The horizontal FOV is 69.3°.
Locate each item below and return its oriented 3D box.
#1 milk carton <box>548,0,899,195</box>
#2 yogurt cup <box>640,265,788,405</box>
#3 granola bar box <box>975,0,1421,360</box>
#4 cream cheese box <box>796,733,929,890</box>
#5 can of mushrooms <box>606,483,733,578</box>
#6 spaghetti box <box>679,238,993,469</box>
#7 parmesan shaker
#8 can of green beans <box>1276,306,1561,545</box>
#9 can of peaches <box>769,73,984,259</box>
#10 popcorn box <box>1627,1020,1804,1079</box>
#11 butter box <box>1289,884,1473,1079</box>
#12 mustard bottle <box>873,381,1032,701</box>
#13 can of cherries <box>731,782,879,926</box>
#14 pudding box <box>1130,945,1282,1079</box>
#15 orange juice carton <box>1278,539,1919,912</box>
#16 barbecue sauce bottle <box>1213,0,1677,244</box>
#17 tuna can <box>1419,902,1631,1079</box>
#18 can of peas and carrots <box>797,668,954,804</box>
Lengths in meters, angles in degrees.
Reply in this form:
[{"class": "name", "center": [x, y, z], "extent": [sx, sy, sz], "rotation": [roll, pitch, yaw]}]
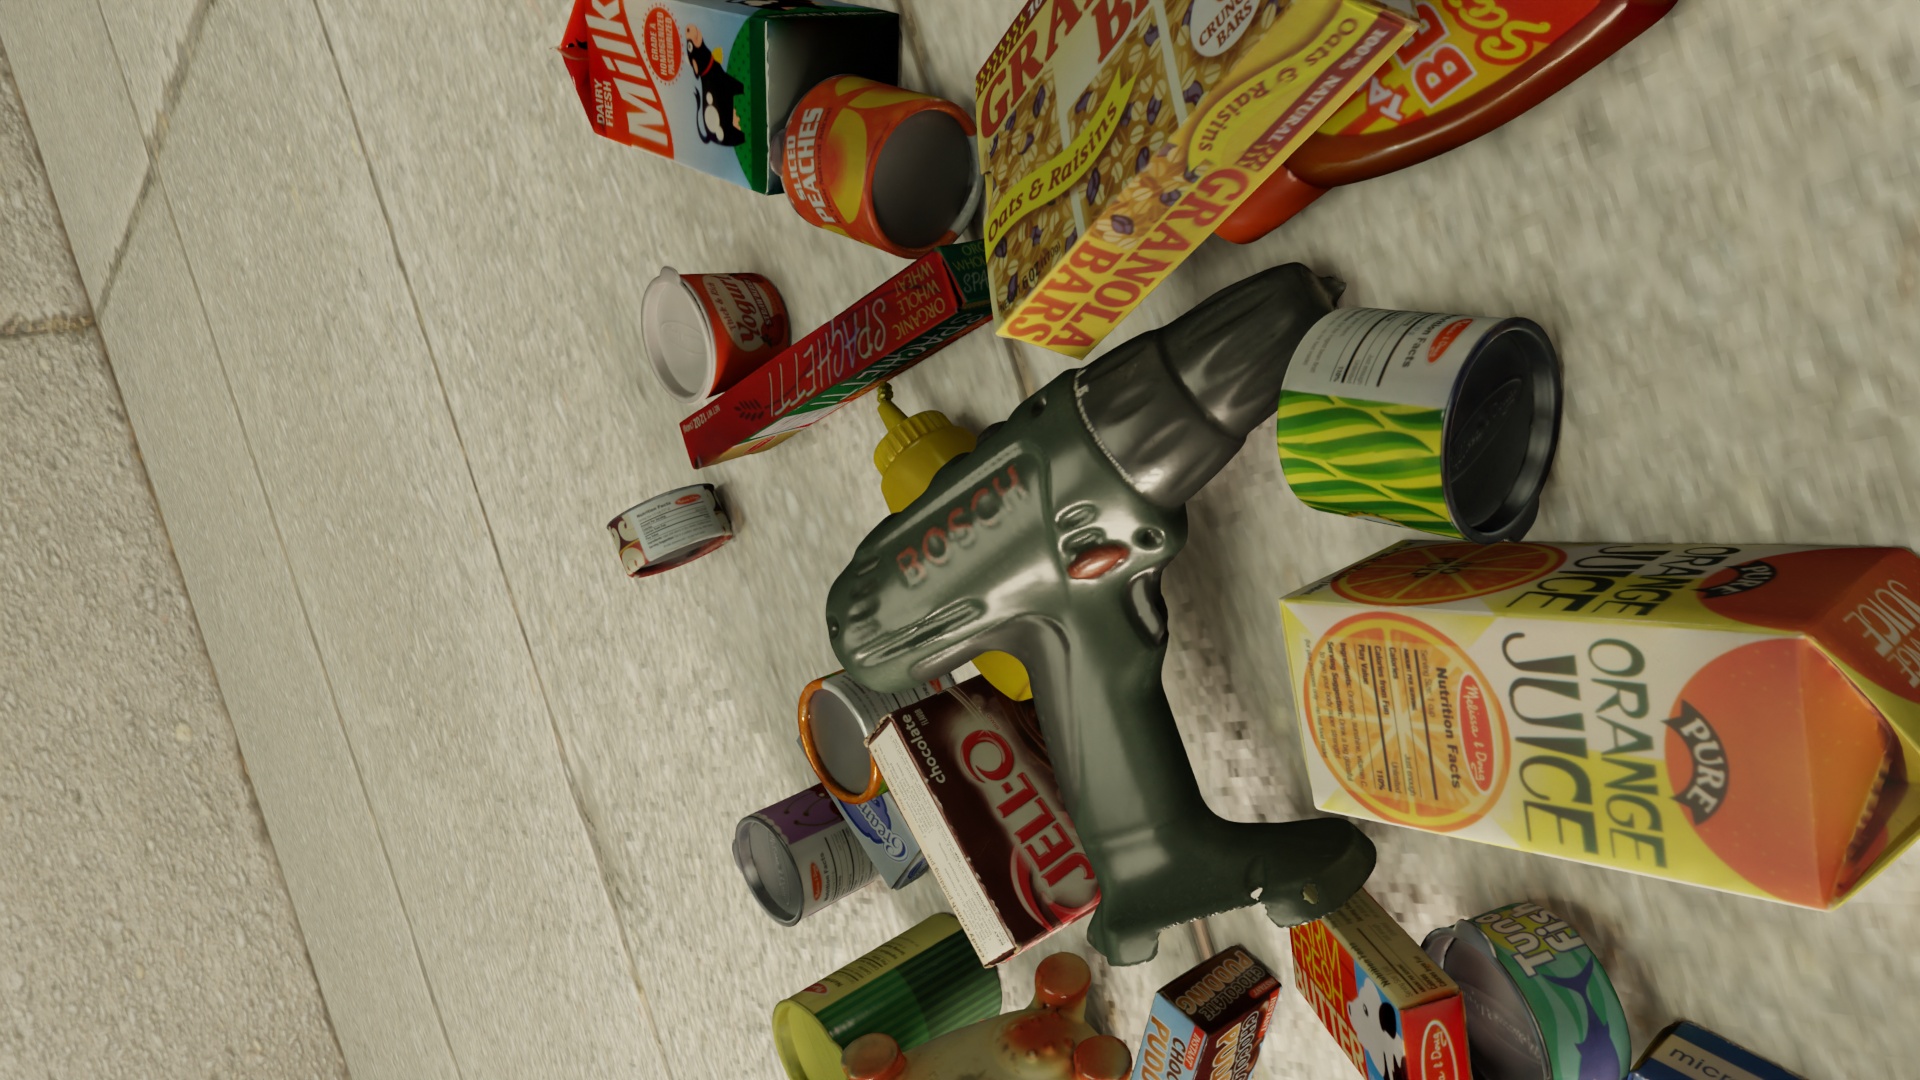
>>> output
[{"class": "milk carton", "center": [-0.116, -0.220, 0.649], "extent": [0.191, 0.072, 0.073], "rotation": [30, 127, 41]}, {"class": "yogurt cup", "center": [-0.126, -0.108, 0.722], "extent": [0.072, 0.054, 0.072], "rotation": [24, 123, 44]}, {"class": "granola bar box", "center": [0.061, -0.155, 0.444], "extent": [0.164, 0.039, 0.125], "rotation": [-43, 43, 50]}, {"class": "cream cheese box", "center": [-0.047, 0.132, 0.751], "extent": [0.104, 0.024, 0.053], "rotation": [54, 139, 21]}, {"class": "can of mushrooms", "center": [-0.169, -0.005, 0.810], "extent": [0.070, 0.071, 0.033], "rotation": [-31, 81, 52]}, {"class": "spaghetti box", "center": [-0.056, -0.083, 0.652], "extent": [0.249, 0.050, 0.028], "rotation": [-21, 90, 52]}, {"class": "parmesan shaker", "center": [-0.035, 0.245, 0.719], "extent": [0.071, 0.103, 0.071], "rotation": [24, 123, 44]}, {"class": "can of green beans", "center": [0.138, -0.036, 0.420], "extent": [0.058, 0.071, 0.071], "rotation": [15, 116, 48]}, {"class": "can of peaches", "center": [-0.034, -0.155, 0.576], "extent": [0.058, 0.071, 0.071], "rotation": [29, 126, 39]}, {"class": "popcorn box", "center": [0.256, 0.211, 0.402], "extent": [0.127, 0.038, 0.085], "rotation": [23, 121, 44]}, {"class": "butter box", "center": [0.145, 0.158, 0.488], "extent": [0.103, 0.024, 0.053], "rotation": [-128, 27, -76]}, {"class": "mustard bottle", "center": [0.002, -0.008, 0.612], "extent": [0.160, 0.049, 0.065], "rotation": [55, 134, 20]}, {"class": "can of cherries", "center": [-0.088, 0.175, 0.792], "extent": [0.071, 0.058, 0.071], "rotation": [25, 124, 43]}, {"class": "pudding box", "center": [0.101, 0.216, 0.585], "extent": [0.030, 0.050, 0.083], "rotation": [36, 130, 38]}, {"class": "orange juice carton", "center": [0.191, 0.044, 0.384], "extent": [0.192, 0.072, 0.073], "rotation": [1, 106, 51]}, {"class": "barbecue sauce bottle", "center": [0.128, -0.139, 0.408], "extent": [0.148, 0.044, 0.065], "rotation": [-32, 79, 52]}, {"class": "tuna can", "center": [0.183, 0.152, 0.454], "extent": [0.071, 0.033, 0.071], "rotation": [168, 89, -75]}, {"class": "can of peas and carrots", "center": [-0.041, 0.094, 0.700], "extent": [0.071, 0.059, 0.070], "rotation": [24, 122, 44]}]
